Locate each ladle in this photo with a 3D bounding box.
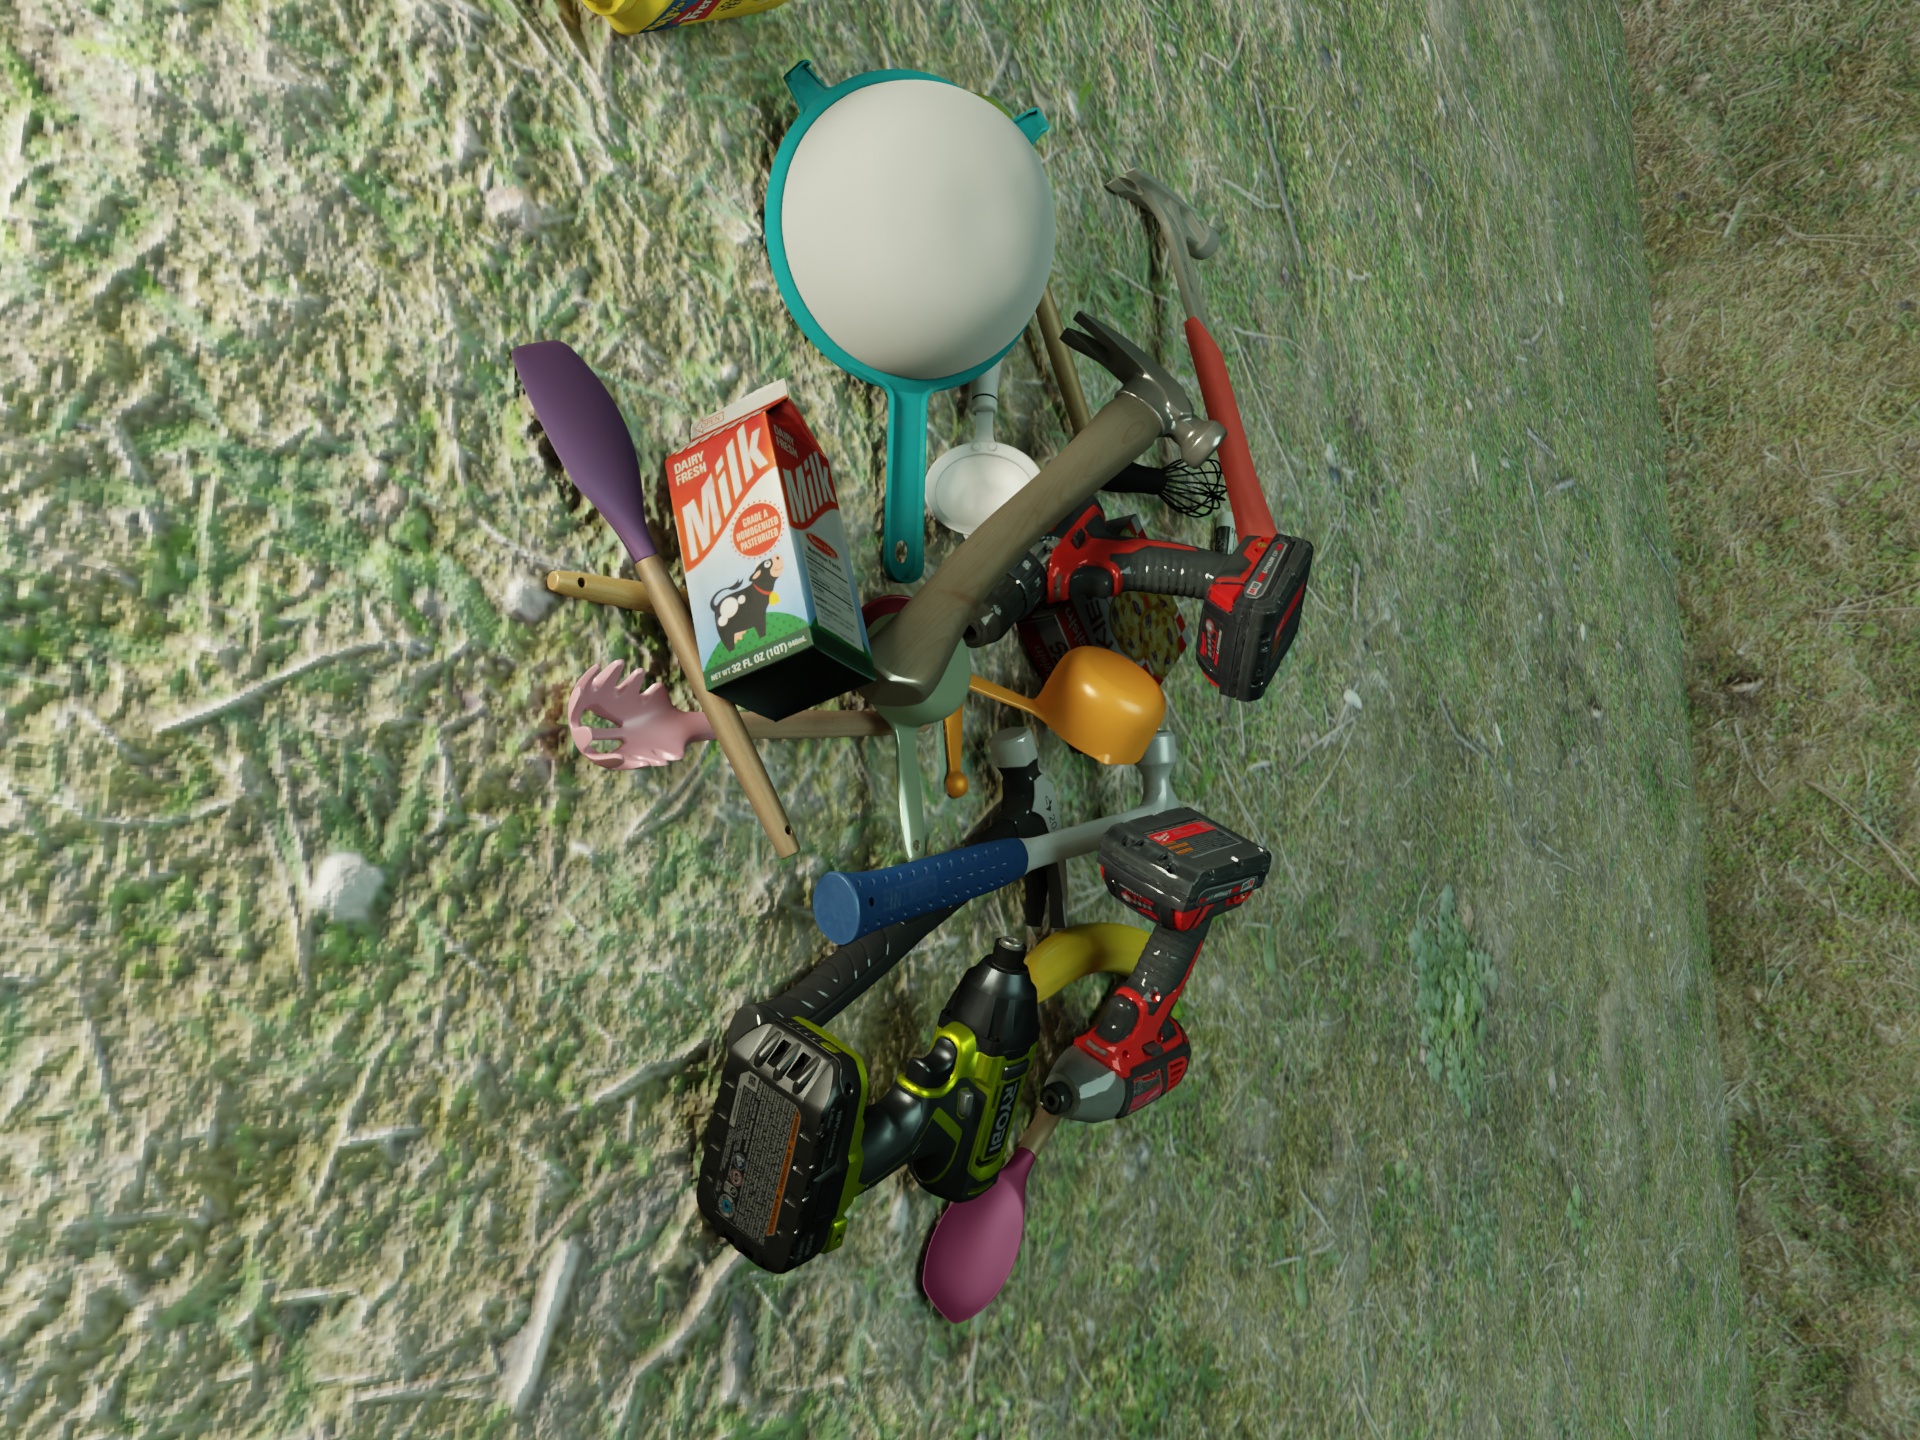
[{"bbox_3d":[-0.117,-0.060,0.973,0.315,0.031,0.069,8,74,-49],"label":"ladle"},{"bbox_3d":[0.052,-0.328,1.239,0.078,0.062,0.320,-58,134,-51],"label":"ladle"}]

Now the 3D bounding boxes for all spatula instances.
[{"bbox_3d":[-0.162,-0.067,0.885,0.060,0.018,0.316,-29,95,-53],"label":"spatula"}]

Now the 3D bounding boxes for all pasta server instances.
[{"bbox_3d":[-0.114,0.000,0.956,0.316,0.040,0.060,-1,71,-53],"label":"pasta server"}]

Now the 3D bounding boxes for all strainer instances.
[{"bbox_3d":[-0.016,-0.260,1.041,0.211,0.095,0.340,0,95,-29],"label":"strainer"},{"bbox_3d":[0.019,-0.222,1.162,0.050,0.087,0.259,92,0,-67],"label":"strainer"}]

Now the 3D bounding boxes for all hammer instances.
[{"bbox_3d":[-0.031,0.135,1.030,0.335,0.035,0.146,-35,116,-47],"label":"hammer"},{"bbox_3d":[0.046,0.096,1.069,0.405,0.035,0.144,-9,94,-54],"label":"hammer"},{"bbox_3d":[0.213,-0.303,1.376,0.149,0.037,0.359,12,61,-51],"label":"hammer"},{"bbox_3d":[0.041,-0.145,1.072,0.146,0.038,0.411,41,49,1],"label":"hammer"}]

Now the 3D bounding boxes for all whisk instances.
[{"bbox_3d":[0.165,-0.201,1.330,0.239,0.055,0.055,-5,87,-55],"label":"whisk"}]

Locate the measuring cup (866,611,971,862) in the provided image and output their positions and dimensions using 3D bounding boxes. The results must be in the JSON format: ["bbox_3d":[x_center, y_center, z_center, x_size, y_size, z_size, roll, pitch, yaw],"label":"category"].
[{"bbox_3d":[-0.023,0.009,1.013,0.083,0.038,0.168,10,71,-47],"label":"measuring cup"}]

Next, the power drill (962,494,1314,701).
[{"bbox_3d":[0.117,-0.089,1.128,0.188,0.227,0.080,-51,152,-46],"label":"power drill"}]

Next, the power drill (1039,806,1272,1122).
[{"bbox_3d":[0.126,0.179,1.106,0.143,0.079,0.219,-9,121,-49],"label":"power drill"}]

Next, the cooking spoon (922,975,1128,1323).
[{"bbox_3d":[0.058,0.290,1.130,0.068,0.017,0.319,55,44,-14],"label":"cooking spoon"}]

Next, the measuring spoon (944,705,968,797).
[{"bbox_3d":[-0.002,-0.004,1.119,0.021,0.011,0.117,11,75,-50],"label":"measuring spoon"}]

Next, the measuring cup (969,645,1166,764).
[{"bbox_3d":[0.067,-0.028,1.126,0.173,0.052,0.095,20,27,-22],"label":"measuring cup"}]

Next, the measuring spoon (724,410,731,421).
[{"bbox_3d":[-0.121,-0.141,0.997,0.124,0.018,0.034,66,34,-29],"label":"measuring spoon"}]

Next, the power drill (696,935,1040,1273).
[{"bbox_3d":[-0.040,0.221,0.938,0.223,0.080,0.171,-6,114,-52],"label":"power drill"}]
